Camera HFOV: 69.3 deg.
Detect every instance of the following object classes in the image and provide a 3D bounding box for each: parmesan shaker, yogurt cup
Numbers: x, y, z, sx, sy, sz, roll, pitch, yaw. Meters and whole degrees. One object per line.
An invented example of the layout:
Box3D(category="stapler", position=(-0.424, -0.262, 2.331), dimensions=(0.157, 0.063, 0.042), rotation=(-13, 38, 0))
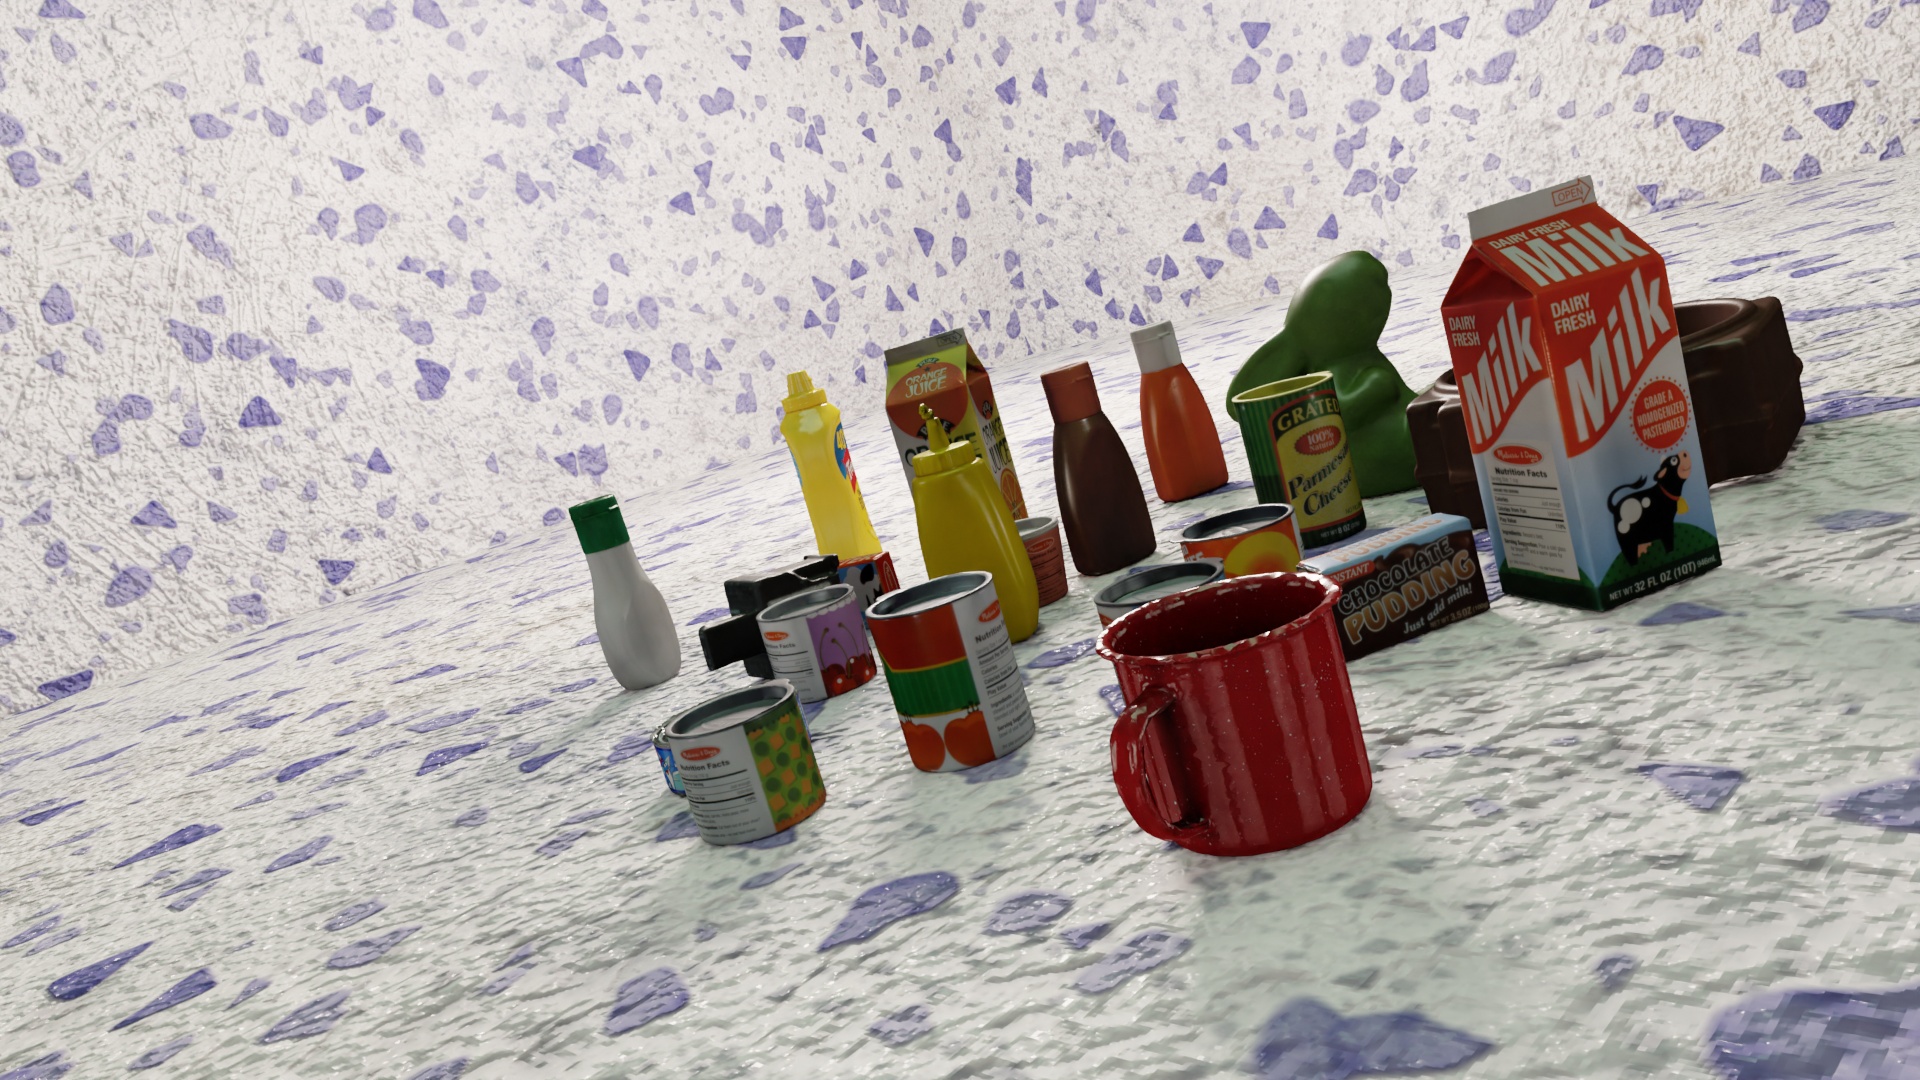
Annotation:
Box3D(category="parmesan shaker", position=(0.226, -0.053, 0.913), dimensions=(0.071, 0.103, 0.071), rotation=(-16, 9, 3))
Box3D(category="yogurt cup", position=(0.042, 0.018, 0.967), dimensions=(0.072, 0.054, 0.072), rotation=(-16, 10, 3))

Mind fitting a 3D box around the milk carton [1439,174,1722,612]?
Box3D(category="milk carton", position=(0.288, -0.070, 0.655), dimensions=(0.072, 0.190, 0.073), rotation=(-19, 10, -14))

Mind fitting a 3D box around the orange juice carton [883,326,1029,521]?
Box3D(category="orange juice carton", position=(-0.004, -0.071, 1.127), dimensions=(0.072, 0.192, 0.073), rotation=(-13, 10, 18))

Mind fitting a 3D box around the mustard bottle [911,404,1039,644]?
Box3D(category="mustard bottle", position=(0.003, -0.011, 0.878), dimensions=(0.065, 0.160, 0.049), rotation=(-14, 10, 13))

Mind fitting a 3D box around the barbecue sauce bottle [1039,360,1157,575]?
Box3D(category="barbecue sauce bottle", position=(0.094, -0.053, 0.998), dimensions=(0.065, 0.148, 0.043), rotation=(-22, 11, -29))

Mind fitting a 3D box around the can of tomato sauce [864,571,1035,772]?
Box3D(category="can of tomato sauce", position=(-0.006, 0.065, 0.696), dimensions=(0.071, 0.083, 0.071), rotation=(-16, 10, 3))

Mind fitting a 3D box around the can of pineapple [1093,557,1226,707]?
Box3D(category="can of pineapple", position=(0.107, 0.047, 0.689), dimensions=(0.071, 0.057, 0.071), rotation=(-16, 10, 3))

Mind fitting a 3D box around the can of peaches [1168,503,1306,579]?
Box3D(category="can of peaches", position=(0.157, 0.017, 0.772), dimensions=(0.071, 0.058, 0.071), rotation=(-16, 10, 3))

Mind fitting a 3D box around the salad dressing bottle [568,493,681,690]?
Box3D(category="salad dressing bottle", position=(-0.258, 0.039, 1.062), dimensions=(0.044, 0.147, 0.064), rotation=(-11, 11, 28))

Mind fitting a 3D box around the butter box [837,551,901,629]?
Box3D(category="butter box", position=(-0.093, 0.043, 1.049), dimensions=(0.103, 0.053, 0.024), rotation=(-11, 11, 31))

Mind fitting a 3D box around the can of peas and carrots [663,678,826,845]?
Box3D(category="can of peas and carrots", position=(-0.104, 0.109, 0.686), dimensions=(0.071, 0.058, 0.071), rotation=(-16, 10, 3))

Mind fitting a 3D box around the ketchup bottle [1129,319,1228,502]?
Box3D(category="ketchup bottle", position=(0.180, -0.111, 1.175), dimensions=(0.065, 0.148, 0.043), rotation=(-20, 10, -21))

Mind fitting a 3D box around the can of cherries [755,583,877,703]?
Box3D(category="can of cherries", position=(-0.090, 0.066, 0.900), dimensions=(0.071, 0.058, 0.071), rotation=(-16, 10, 3))

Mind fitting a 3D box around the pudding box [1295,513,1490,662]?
Box3D(category="pudding box", position=(0.211, 0.022, 0.680), dimensions=(0.084, 0.049, 0.030), rotation=(-18, 10, -11))
